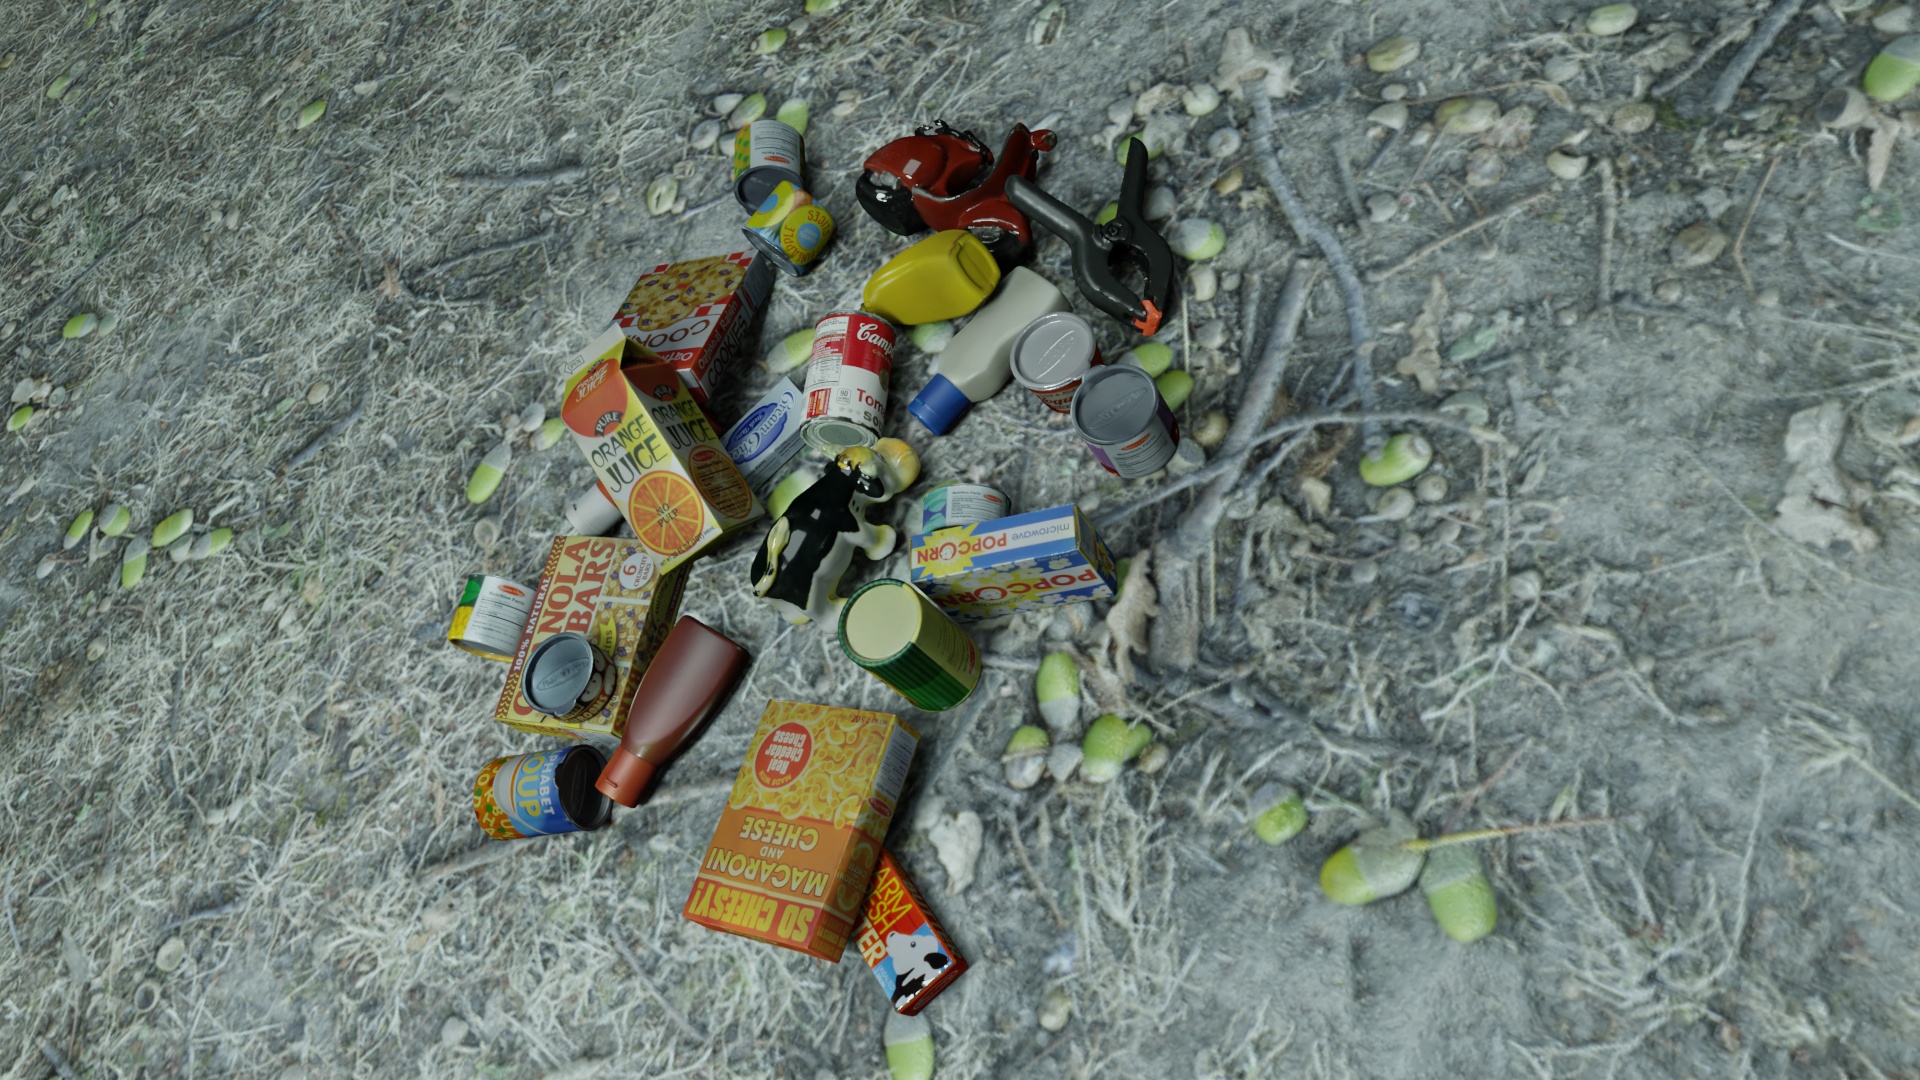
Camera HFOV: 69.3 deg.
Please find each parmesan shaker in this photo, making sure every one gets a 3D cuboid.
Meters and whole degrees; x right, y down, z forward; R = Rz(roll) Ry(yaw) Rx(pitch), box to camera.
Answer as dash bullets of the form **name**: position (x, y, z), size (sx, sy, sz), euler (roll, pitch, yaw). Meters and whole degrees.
- **parmesan shaker**: position (-0.036, 0.072, 0.983), size (0.071, 0.103, 0.071), euler (-11, 62, 21)

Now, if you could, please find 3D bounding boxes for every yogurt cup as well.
- **yogurt cup**: position (0.078, -0.133, 1.060), size (0.072, 0.054, 0.072), euler (-11, 62, 21)

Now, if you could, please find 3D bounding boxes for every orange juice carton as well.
- **orange juice carton**: position (-0.248, -0.077, 1.114), size (0.071, 0.073, 0.192), euler (-33, 89, 24)

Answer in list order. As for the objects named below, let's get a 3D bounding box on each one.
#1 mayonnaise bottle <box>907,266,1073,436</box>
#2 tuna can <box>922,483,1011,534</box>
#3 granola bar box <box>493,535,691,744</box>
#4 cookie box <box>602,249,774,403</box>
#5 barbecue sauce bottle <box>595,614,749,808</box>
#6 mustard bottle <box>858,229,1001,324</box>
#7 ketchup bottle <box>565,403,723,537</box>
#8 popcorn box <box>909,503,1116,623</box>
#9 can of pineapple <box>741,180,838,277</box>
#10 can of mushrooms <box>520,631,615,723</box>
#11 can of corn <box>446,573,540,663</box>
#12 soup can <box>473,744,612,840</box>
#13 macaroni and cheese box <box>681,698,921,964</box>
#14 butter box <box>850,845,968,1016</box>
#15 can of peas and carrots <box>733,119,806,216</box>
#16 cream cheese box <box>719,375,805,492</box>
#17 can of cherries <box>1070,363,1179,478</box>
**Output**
- **mayonnaise bottle**: position (0.020, -0.148, 1.104), size (0.148, 0.041, 0.065), euler (-48, 49, -1)
- **tuna can**: position (0.004, -0.013, 1.031), size (0.071, 0.071, 0.033), euler (-8, 64, 22)
- **granola bar box**: position (-0.302, 0.079, 1.143), size (0.124, 0.039, 0.166), euler (2, 67, 26)
- **cookie box**: position (-0.249, -0.183, 1.219), size (0.123, 0.040, 0.168), euler (-3, 45, 23)
- **barbecue sauce bottle**: position (-0.228, 0.135, 1.078), size (0.065, 0.043, 0.149), euler (28, 80, 20)
- **mustard bottle**: position (-0.037, -0.208, 1.138), size (0.160, 0.065, 0.049), euler (-5, 42, 51)
- **ketchup bottle**: position (-0.272, -0.061, 1.192), size (0.149, 0.043, 0.065), euler (-42, 29, 1)
- **popcorn box**: position (0.038, 0.018, 0.986), size (0.126, 0.085, 0.038), euler (-11, 63, 20)
- **can of pineapple**: position (-0.150, -0.276, 1.231), size (0.071, 0.071, 0.058), euler (35, 84, 34)
- **can of mushrooms**: position (-0.306, 0.110, 1.085), size (0.071, 0.033, 0.071), euler (-10, 62, 19)
- **can of corn**: position (-0.394, 0.067, 1.178), size (0.071, 0.071, 0.058), euler (3, 68, 26)
- **soup can**: position (-0.325, 0.195, 1.077), size (0.083, 0.071, 0.071), euler (-11, 62, 20)
- **macaroni and cheese box**: position (-0.110, 0.199, 0.973), size (0.123, 0.040, 0.167), euler (1, 60, 37)
- **butter box**: position (-0.045, 0.263, 0.940), size (0.053, 0.024, 0.104), euler (-42, 56, 3)
- **can of peas and carrots**: position (-0.176, -0.341, 1.278), size (0.071, 0.070, 0.059), euler (-15, 60, 18)
- **cream cheese box**: position (-0.165, -0.085, 1.169), size (0.104, 0.024, 0.053), euler (-44, 57, 0)
- **can of cherries**: position (0.120, -0.089, 1.017), size (0.071, 0.058, 0.072), euler (-11, 62, 22)
